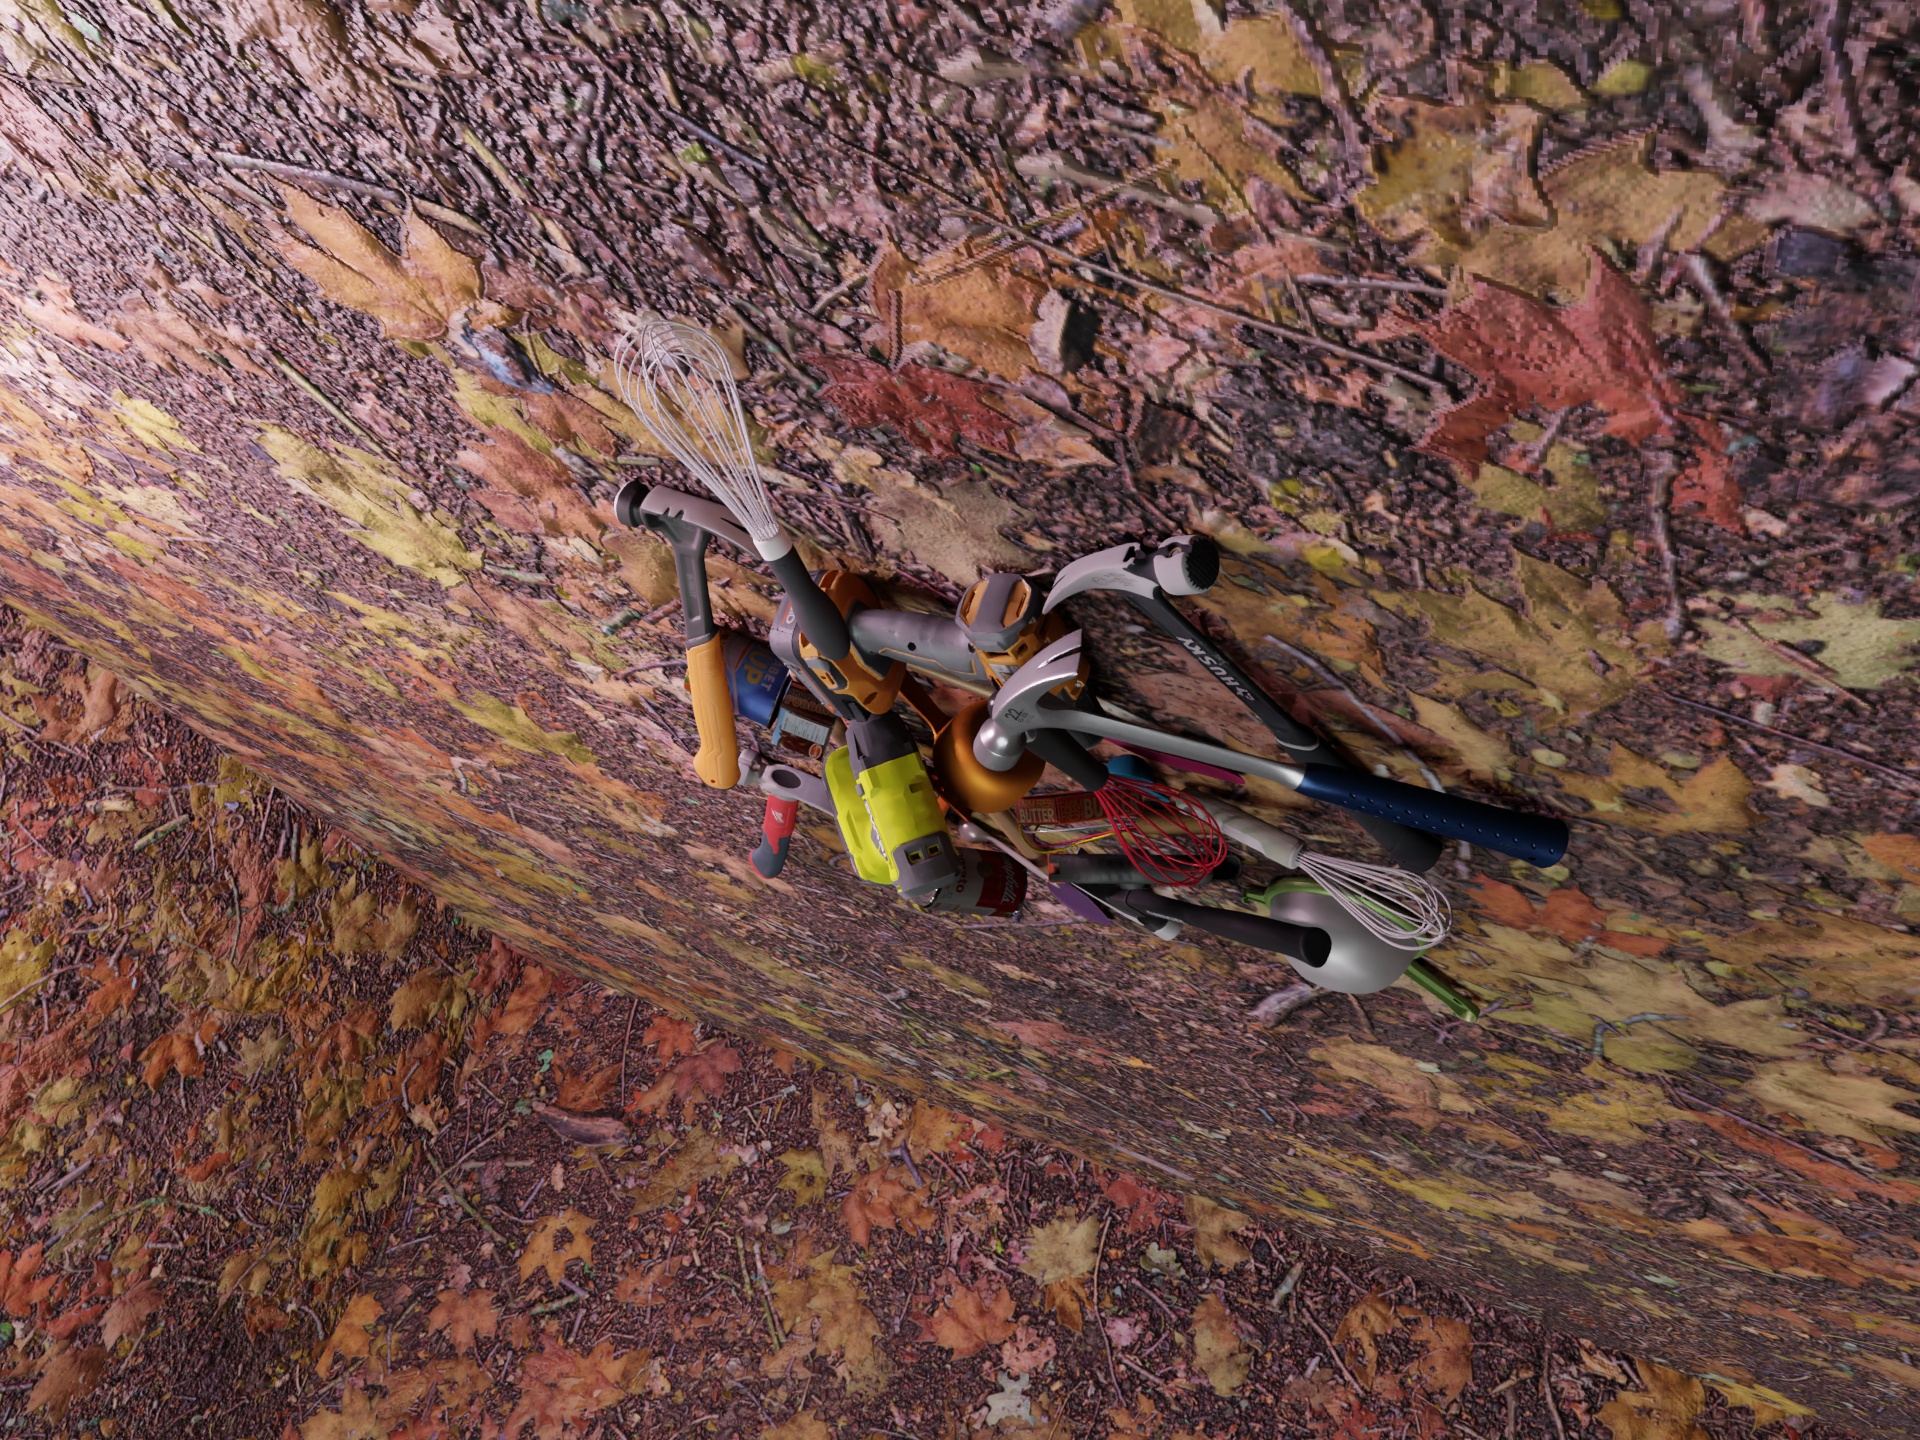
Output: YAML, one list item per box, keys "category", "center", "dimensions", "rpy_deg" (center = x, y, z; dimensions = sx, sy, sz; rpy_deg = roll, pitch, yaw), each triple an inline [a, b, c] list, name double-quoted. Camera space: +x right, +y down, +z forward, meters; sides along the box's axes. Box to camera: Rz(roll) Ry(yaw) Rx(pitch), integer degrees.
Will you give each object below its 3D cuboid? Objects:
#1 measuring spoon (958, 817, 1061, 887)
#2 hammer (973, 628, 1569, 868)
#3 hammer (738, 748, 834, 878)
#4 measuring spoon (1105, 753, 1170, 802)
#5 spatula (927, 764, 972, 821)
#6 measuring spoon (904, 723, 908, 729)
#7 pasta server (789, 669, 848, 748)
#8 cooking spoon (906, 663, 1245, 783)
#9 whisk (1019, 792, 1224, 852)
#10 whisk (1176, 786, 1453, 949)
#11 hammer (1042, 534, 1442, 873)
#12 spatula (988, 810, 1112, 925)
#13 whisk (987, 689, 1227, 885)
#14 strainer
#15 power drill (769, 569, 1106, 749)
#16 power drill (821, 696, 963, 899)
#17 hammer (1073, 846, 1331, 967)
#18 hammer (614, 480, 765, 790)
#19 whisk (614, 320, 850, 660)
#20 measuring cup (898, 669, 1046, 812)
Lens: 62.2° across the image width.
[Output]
- category: "measuring spoon"
  center: [0.047, 0.138, 1.603]
  dimensions: [0.124, 0.018, 0.034]
  rpy_deg: [33, 169, 15]
- category: "hammer"
  center: [0.220, 0.033, 1.072]
  dimensions: [0.405, 0.035, 0.144]
  rpy_deg: [14, 148, -8]
- category: "hammer"
  center: [-0.198, 0.131, 1.855]
  dimensions: [0.143, 0.038, 0.386]
  rpy_deg: [23, 159, -1]
- category: "measuring spoon"
  center: [0.151, 0.047, 1.303]
  dimensions: [0.042, 0.021, 0.128]
  rpy_deg: [7, 170, 24]
- category: "spatula"
  center: [-0.030, 0.099, 1.598]
  dimensions: [0.081, 0.041, 0.322]
  rpy_deg: [45, 162, 7]
- category: "measuring spoon"
  center: [-0.075, 0.018, 1.492]
  dimensions: [0.021, 0.011, 0.117]
  rpy_deg: [29, 159, -12]
- category: "pasta server"
  center: [-0.110, 0.029, 1.498]
  dimensions: [0.060, 0.040, 0.316]
  rpy_deg: [29, 165, 24]
- category: "cooking spoon"
  center: [0.075, -0.007, 1.264]
  dimensions: [0.319, 0.017, 0.068]
  rpy_deg: [20, 175, 11]
- category: "whisk"
  center: [0.144, 0.093, 1.398]
  dimensions: [0.245, 0.047, 0.051]
  rpy_deg: [-3, 145, 44]
- category: "whisk"
  center: [0.271, 0.110, 1.247]
  dimensions: [0.246, 0.059, 0.057]
  rpy_deg: [27, 159, 34]
- category: "hammer"
  center: [0.220, 0.003, 1.113]
  dimensions: [0.408, 0.036, 0.149]
  rpy_deg: [39, 156, -34]
- category: "spatula"
  center: [0.080, 0.141, 1.613]
  dimensions: [0.060, 0.018, 0.315]
  rpy_deg: [14, 158, 34]
- category: "whisk"
  center: [0.113, 0.051, 1.196]
  dimensions: [0.073, 0.073, 0.295]
  rpy_deg: [2, 154, 44]
- category: "strainer"
  center: [0.376, 0.230, 1.438]
  dimensions: [0.256, 0.069, 0.151]
  rpy_deg: [35, 156, -22]
- category: "power drill"
  center: [-0.007, -0.040, 1.195]
  dimensions: [0.226, 0.084, 0.185]
  rpy_deg: [4, 152, 31]
- category: "power drill"
  center: [-0.063, 0.065, 1.360]
  dimensions: [0.223, 0.080, 0.171]
  rpy_deg: [140, 109, -79]
- category: "hammer"
  center: [0.220, 0.177, 1.444]
  dimensions: [0.146, 0.035, 0.335]
  rpy_deg: [32, 169, -21]
- category: "hammer"
  center: [-0.203, -0.051, 1.312]
  dimensions: [0.127, 0.034, 0.336]
  rpy_deg: [19, 142, 13]
- category: "whisk"
  center: [-0.140, -0.142, 1.050]
  dimensions: [0.070, 0.070, 0.284]
  rpy_deg: [8, 141, 36]
- category: "measuring cup"
  center: [-0.002, -0.004, 1.296]
  dimensions: [0.173, 0.095, 0.052]
  rpy_deg: [47, 144, -3]
